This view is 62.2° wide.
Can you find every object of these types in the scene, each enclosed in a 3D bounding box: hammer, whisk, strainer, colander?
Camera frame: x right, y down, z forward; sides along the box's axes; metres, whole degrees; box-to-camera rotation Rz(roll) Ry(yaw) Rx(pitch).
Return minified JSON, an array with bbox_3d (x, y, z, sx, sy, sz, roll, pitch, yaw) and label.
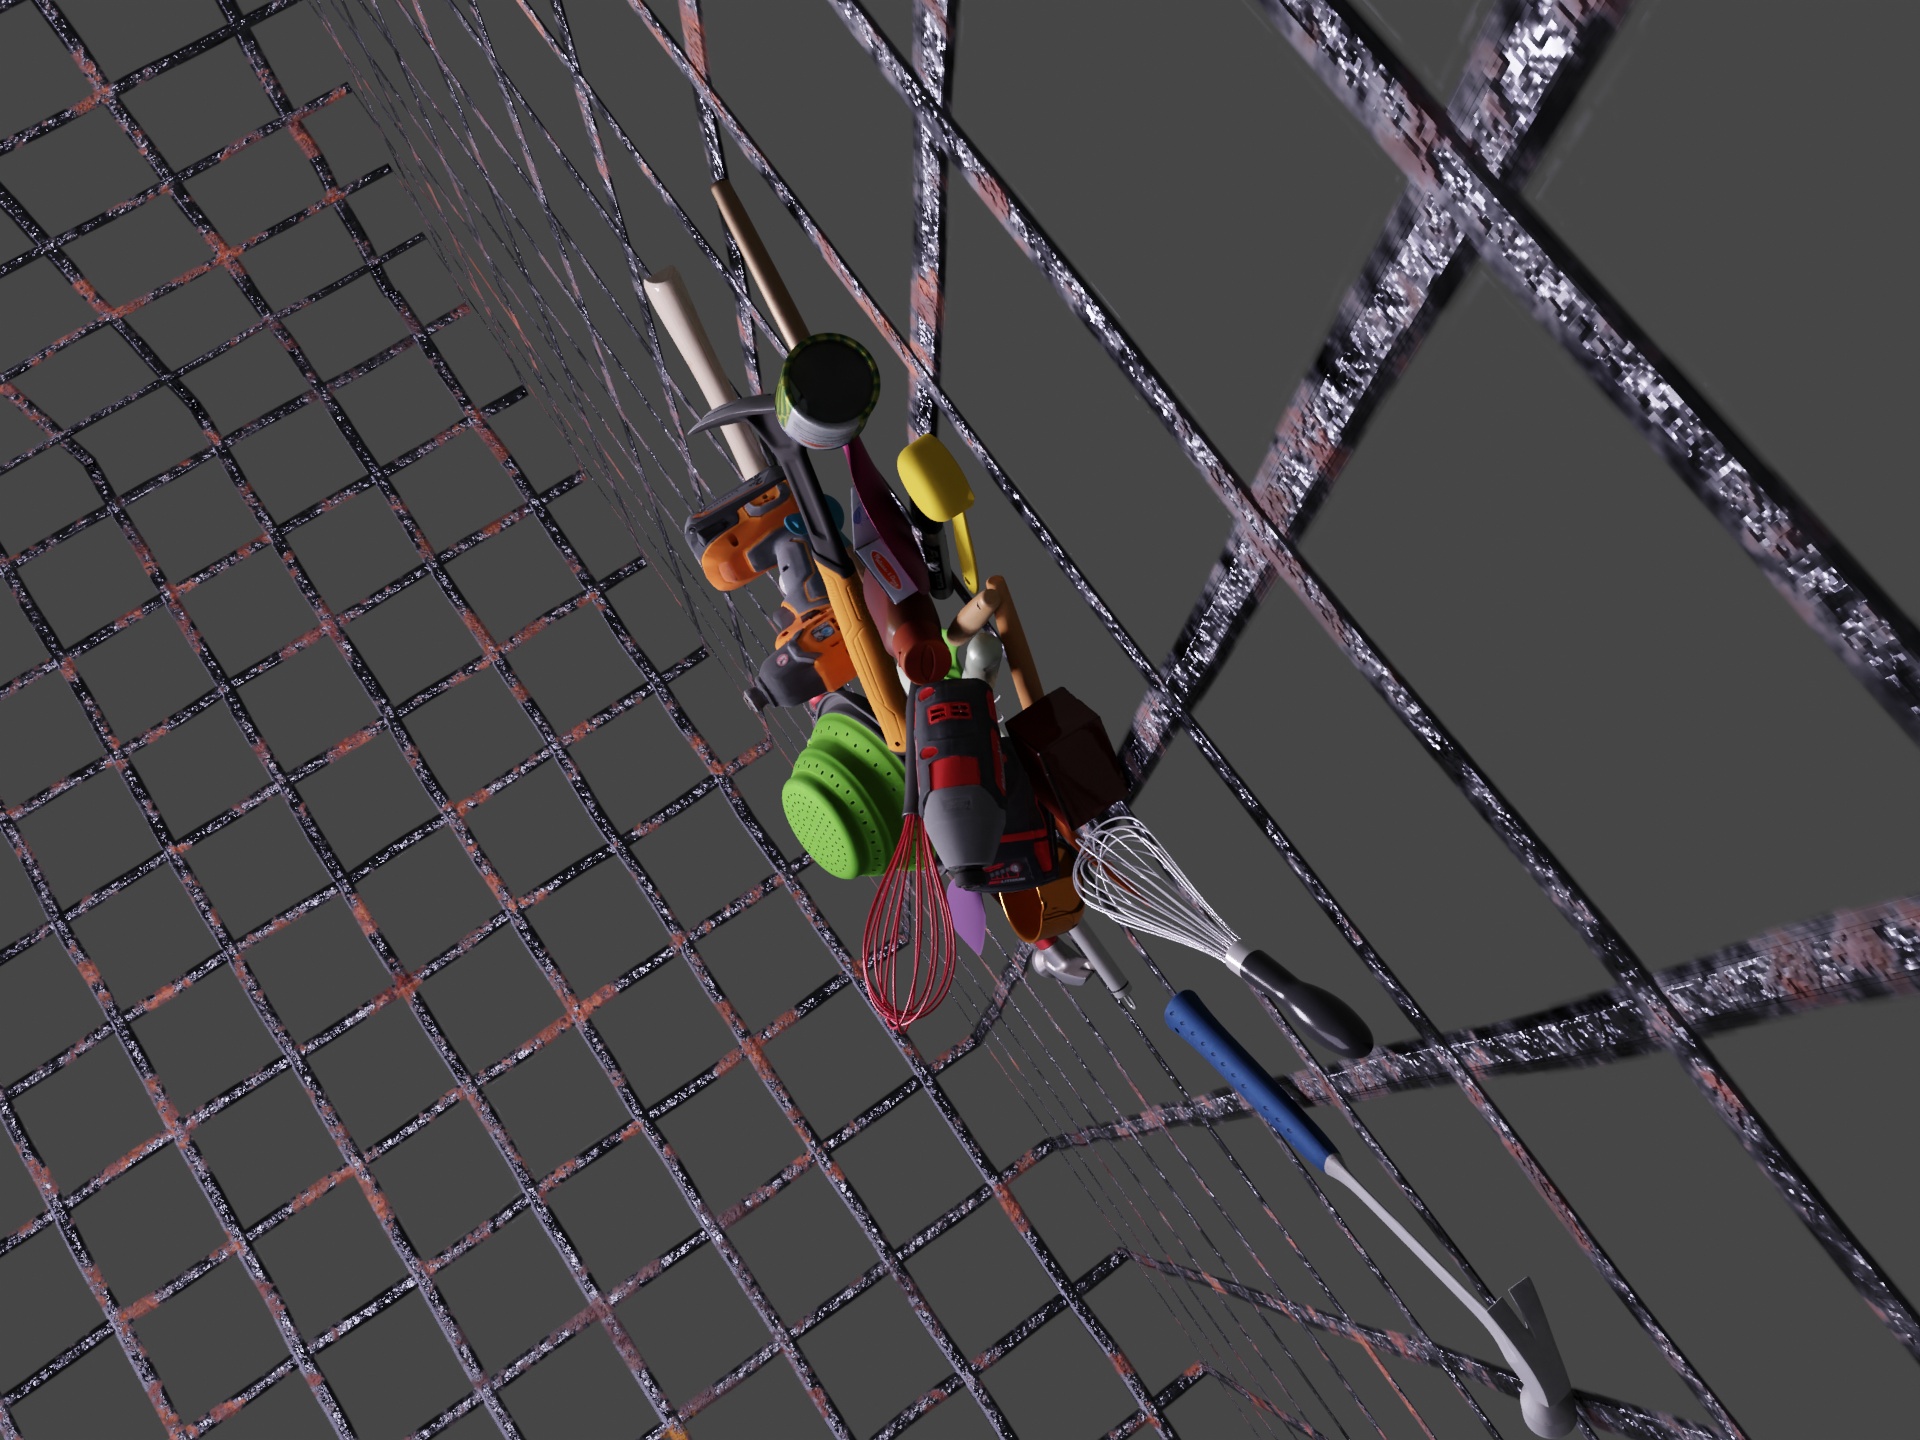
[{"bbox_3d":[-0.101,-0.109,1.281,0.127,0.034,0.336,0,128,29],"label":"hammer"},{"bbox_3d":[0.012,-0.024,1.194,0.059,0.058,0.246,48,170,8],"label":"whisk"},{"bbox_3d":[-0.005,0.110,1.566,0.386,0.038,0.143,49,165,-6],"label":"hammer"},{"bbox_3d":[0.167,0.140,1.047,0.285,0.070,0.070,35,157,50],"label":"whisk"},{"bbox_3d":[0.092,0.170,1.484,0.258,0.050,0.087,55,155,-10],"label":"strainer"},{"bbox_3d":[-0.057,0.079,1.428,0.397,0.094,0.204,-3,117,58],"label":"colander"},{"bbox_3d":[-0.034,0.093,1.222,0.073,0.073,0.296,85,-172,-68],"label":"whisk"},{"bbox_3d":[0.273,0.320,1.135,0.406,0.035,0.143,43,163,50],"label":"hammer"},{"bbox_3d":[-0.198,-0.248,1.534,0.146,0.038,0.410,43,162,46],"label":"hammer"}]

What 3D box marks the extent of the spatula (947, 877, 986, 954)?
[{"bbox_3d":[0.012,0.125,1.496,0.060,0.018,0.315,45,151,27],"label":"spatula"}]

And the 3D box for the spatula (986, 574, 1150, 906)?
[{"bbox_3d":[0.074,0.021,1.175,0.081,0.041,0.322,45,160,50],"label":"spatula"}]

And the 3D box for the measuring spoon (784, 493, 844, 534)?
[{"bbox_3d":[-0.122,-0.175,1.347,0.042,0.021,0.128,49,-165,-3],"label":"measuring spoon"}]

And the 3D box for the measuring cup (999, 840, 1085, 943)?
[{"bbox_3d":[0.069,0.107,1.400,0.095,0.052,0.173,-167,69,-66],"label":"measuring cup"}]

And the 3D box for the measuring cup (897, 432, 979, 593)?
[{"bbox_3d":[-0.011,-0.130,1.080,0.062,0.029,0.156,49,166,32],"label":"measuring cup"}]

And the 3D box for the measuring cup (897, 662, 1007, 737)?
[{"bbox_3d":[-0.002,-0.004,1.379,0.168,0.038,0.083,49,167,38],"label":"measuring cup"}]

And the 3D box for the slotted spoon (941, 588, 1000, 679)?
[{"bbox_3d":[-0.001,-0.068,1.177,0.070,0.031,0.314,60,171,0],"label":"slotted spoon"}]

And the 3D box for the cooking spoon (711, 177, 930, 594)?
[{"bbox_3d":[-0.095,-0.232,1.116,0.319,0.017,0.069,62,-166,-6],"label":"cooking spoon"}]

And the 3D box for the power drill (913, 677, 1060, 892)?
[{"bbox_3d":[0.017,0.062,1.163,0.219,0.078,0.143,50,-146,-72],"label":"power drill"}]

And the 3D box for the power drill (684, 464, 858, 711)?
[{"bbox_3d":[-0.158,-0.112,1.425,0.227,0.164,0.084,51,171,33],"label":"power drill"}]

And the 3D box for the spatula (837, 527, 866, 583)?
[{"bbox_3d":[-0.073,-0.127,1.321,0.317,0.044,0.082,58,170,-11],"label":"spatula"}]
